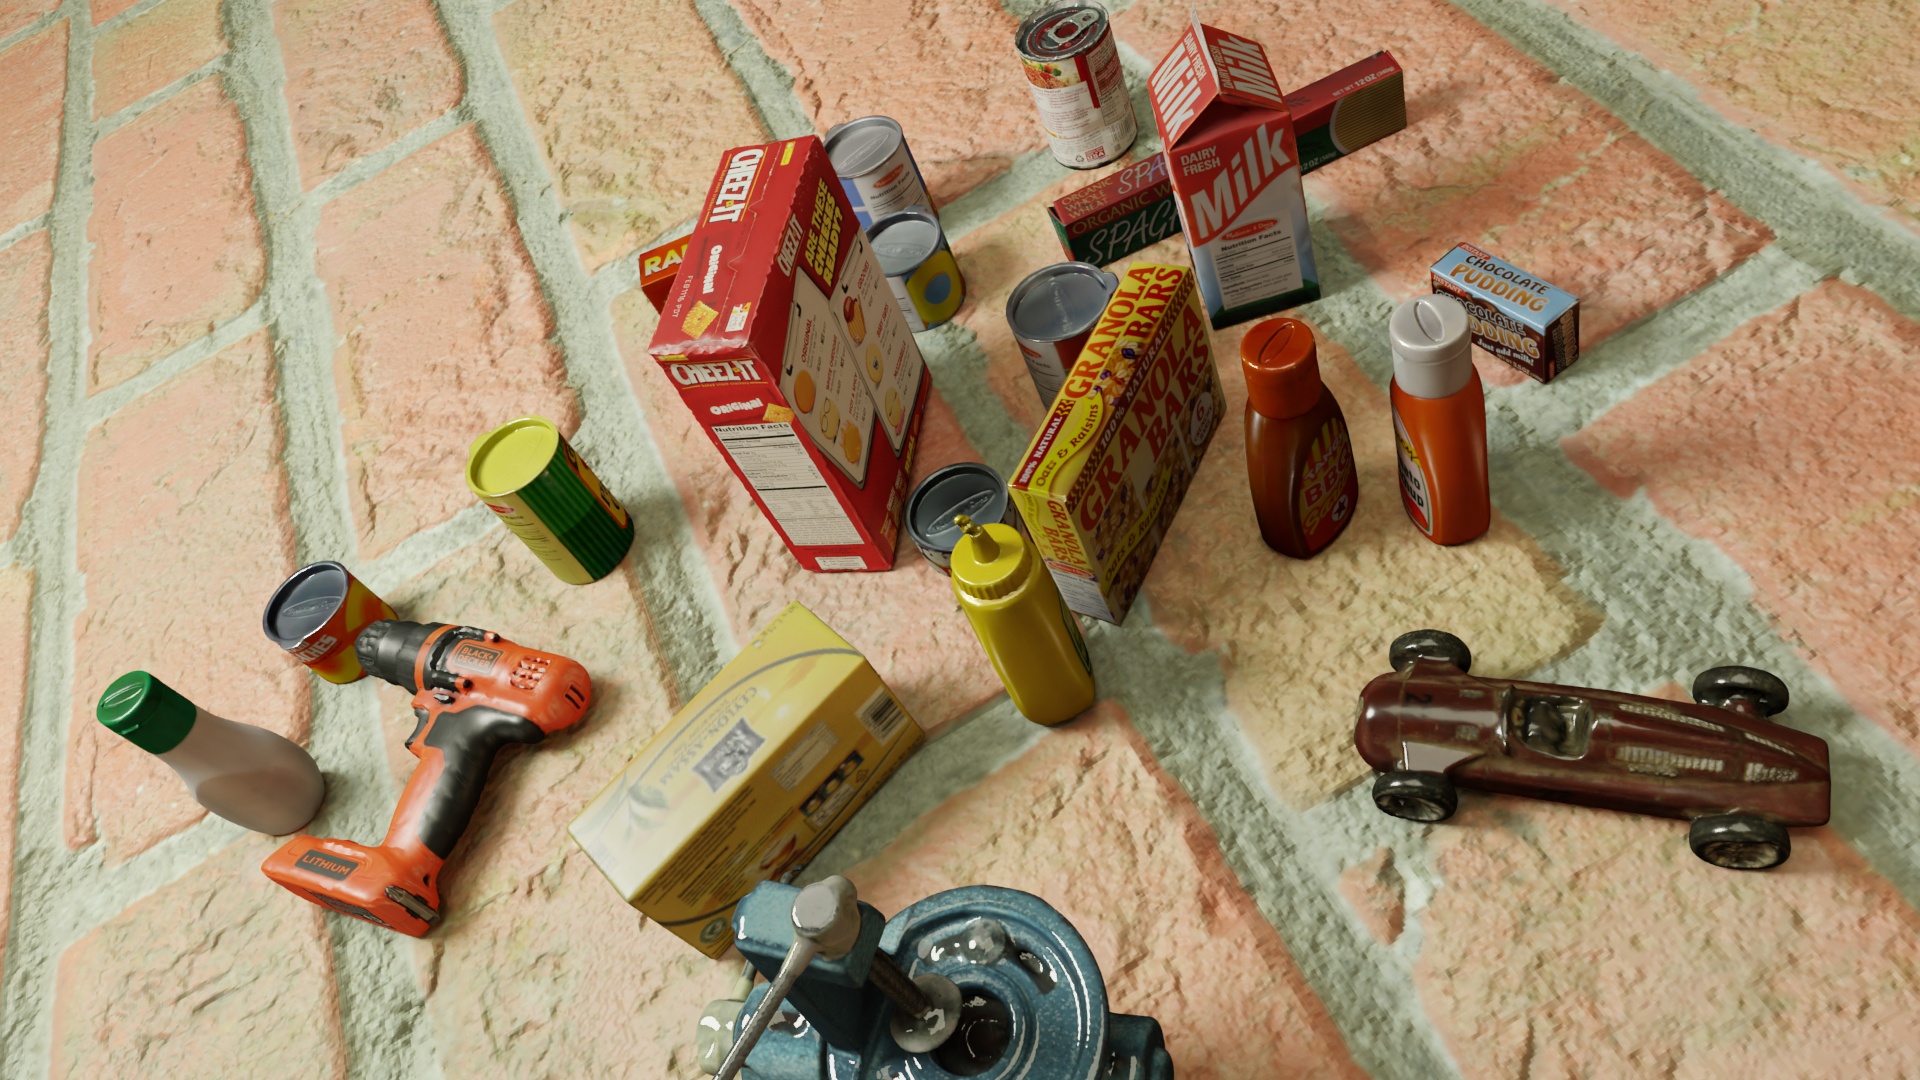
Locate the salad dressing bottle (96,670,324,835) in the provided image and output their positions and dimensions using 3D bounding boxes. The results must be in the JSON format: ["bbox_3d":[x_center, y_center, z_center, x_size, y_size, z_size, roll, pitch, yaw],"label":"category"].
[{"bbox_3d":[-0.455,0.130,0.848,0.064,0.147,0.044,-24,50,4],"label":"salad dressing bottle"}]

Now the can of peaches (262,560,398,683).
[{"bbox_3d":[-0.430,0.058,0.951,0.071,0.057,0.071,-11,52,14],"label":"can of peaches"}]

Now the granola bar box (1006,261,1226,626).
[{"bbox_3d":[0.093,-0.055,0.783,0.039,0.123,0.166,14,61,30],"label":"granola bar box"}]

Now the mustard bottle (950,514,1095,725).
[{"bbox_3d":[0.029,0.035,0.717,0.049,0.159,0.065,-23,50,5],"label":"mustard bottle"}]

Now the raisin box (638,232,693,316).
[{"bbox_3d":[-0.156,-0.159,0.961,0.086,0.123,0.040,-20,50,8],"label":"raisin box"}]

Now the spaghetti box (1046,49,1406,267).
[{"bbox_3d":[0.182,-0.256,0.946,0.250,0.050,0.029,-24,50,3],"label":"spaghetti box"}]

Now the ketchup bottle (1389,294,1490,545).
[{"bbox_3d":[0.245,-0.063,0.711,0.043,0.148,0.065,-19,50,8],"label":"ketchup bottle"}]

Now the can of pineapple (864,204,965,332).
[{"bbox_3d":[-0.034,-0.191,0.979,0.071,0.057,0.071,-11,52,14],"label":"can of pineapple"}]

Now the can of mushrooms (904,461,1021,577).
[{"bbox_3d":[0.003,-0.011,0.845,0.071,0.033,0.071,-11,52,14],"label":"can of mushrooms"}]

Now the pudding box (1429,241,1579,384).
[{"bbox_3d":[0.314,-0.133,0.801,0.030,0.049,0.084,-39,50,-9],"label":"pudding box"}]

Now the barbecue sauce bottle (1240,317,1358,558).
[{"bbox_3d":[0.176,-0.055,0.733,0.044,0.148,0.065,28,69,35],"label":"barbecue sauce bottle"}]

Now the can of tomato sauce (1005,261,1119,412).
[{"bbox_3d":[0.073,-0.123,0.868,0.071,0.082,0.071,-11,52,14],"label":"can of tomato sauce"}]

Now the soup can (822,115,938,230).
[{"bbox_3d":[-0.061,-0.261,1.025,0.071,0.083,0.072,-11,52,14],"label":"soup can"}]

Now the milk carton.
[{"bbox_3d":[0.163,-0.225,0.839,0.073,0.189,0.073,-16,51,11],"label":"milk carton"}]

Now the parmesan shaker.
[{"bbox_3d":[-0.271,-0.026,0.921,0.071,0.102,0.071,-11,52,14],"label":"parmesan shaker"}]
